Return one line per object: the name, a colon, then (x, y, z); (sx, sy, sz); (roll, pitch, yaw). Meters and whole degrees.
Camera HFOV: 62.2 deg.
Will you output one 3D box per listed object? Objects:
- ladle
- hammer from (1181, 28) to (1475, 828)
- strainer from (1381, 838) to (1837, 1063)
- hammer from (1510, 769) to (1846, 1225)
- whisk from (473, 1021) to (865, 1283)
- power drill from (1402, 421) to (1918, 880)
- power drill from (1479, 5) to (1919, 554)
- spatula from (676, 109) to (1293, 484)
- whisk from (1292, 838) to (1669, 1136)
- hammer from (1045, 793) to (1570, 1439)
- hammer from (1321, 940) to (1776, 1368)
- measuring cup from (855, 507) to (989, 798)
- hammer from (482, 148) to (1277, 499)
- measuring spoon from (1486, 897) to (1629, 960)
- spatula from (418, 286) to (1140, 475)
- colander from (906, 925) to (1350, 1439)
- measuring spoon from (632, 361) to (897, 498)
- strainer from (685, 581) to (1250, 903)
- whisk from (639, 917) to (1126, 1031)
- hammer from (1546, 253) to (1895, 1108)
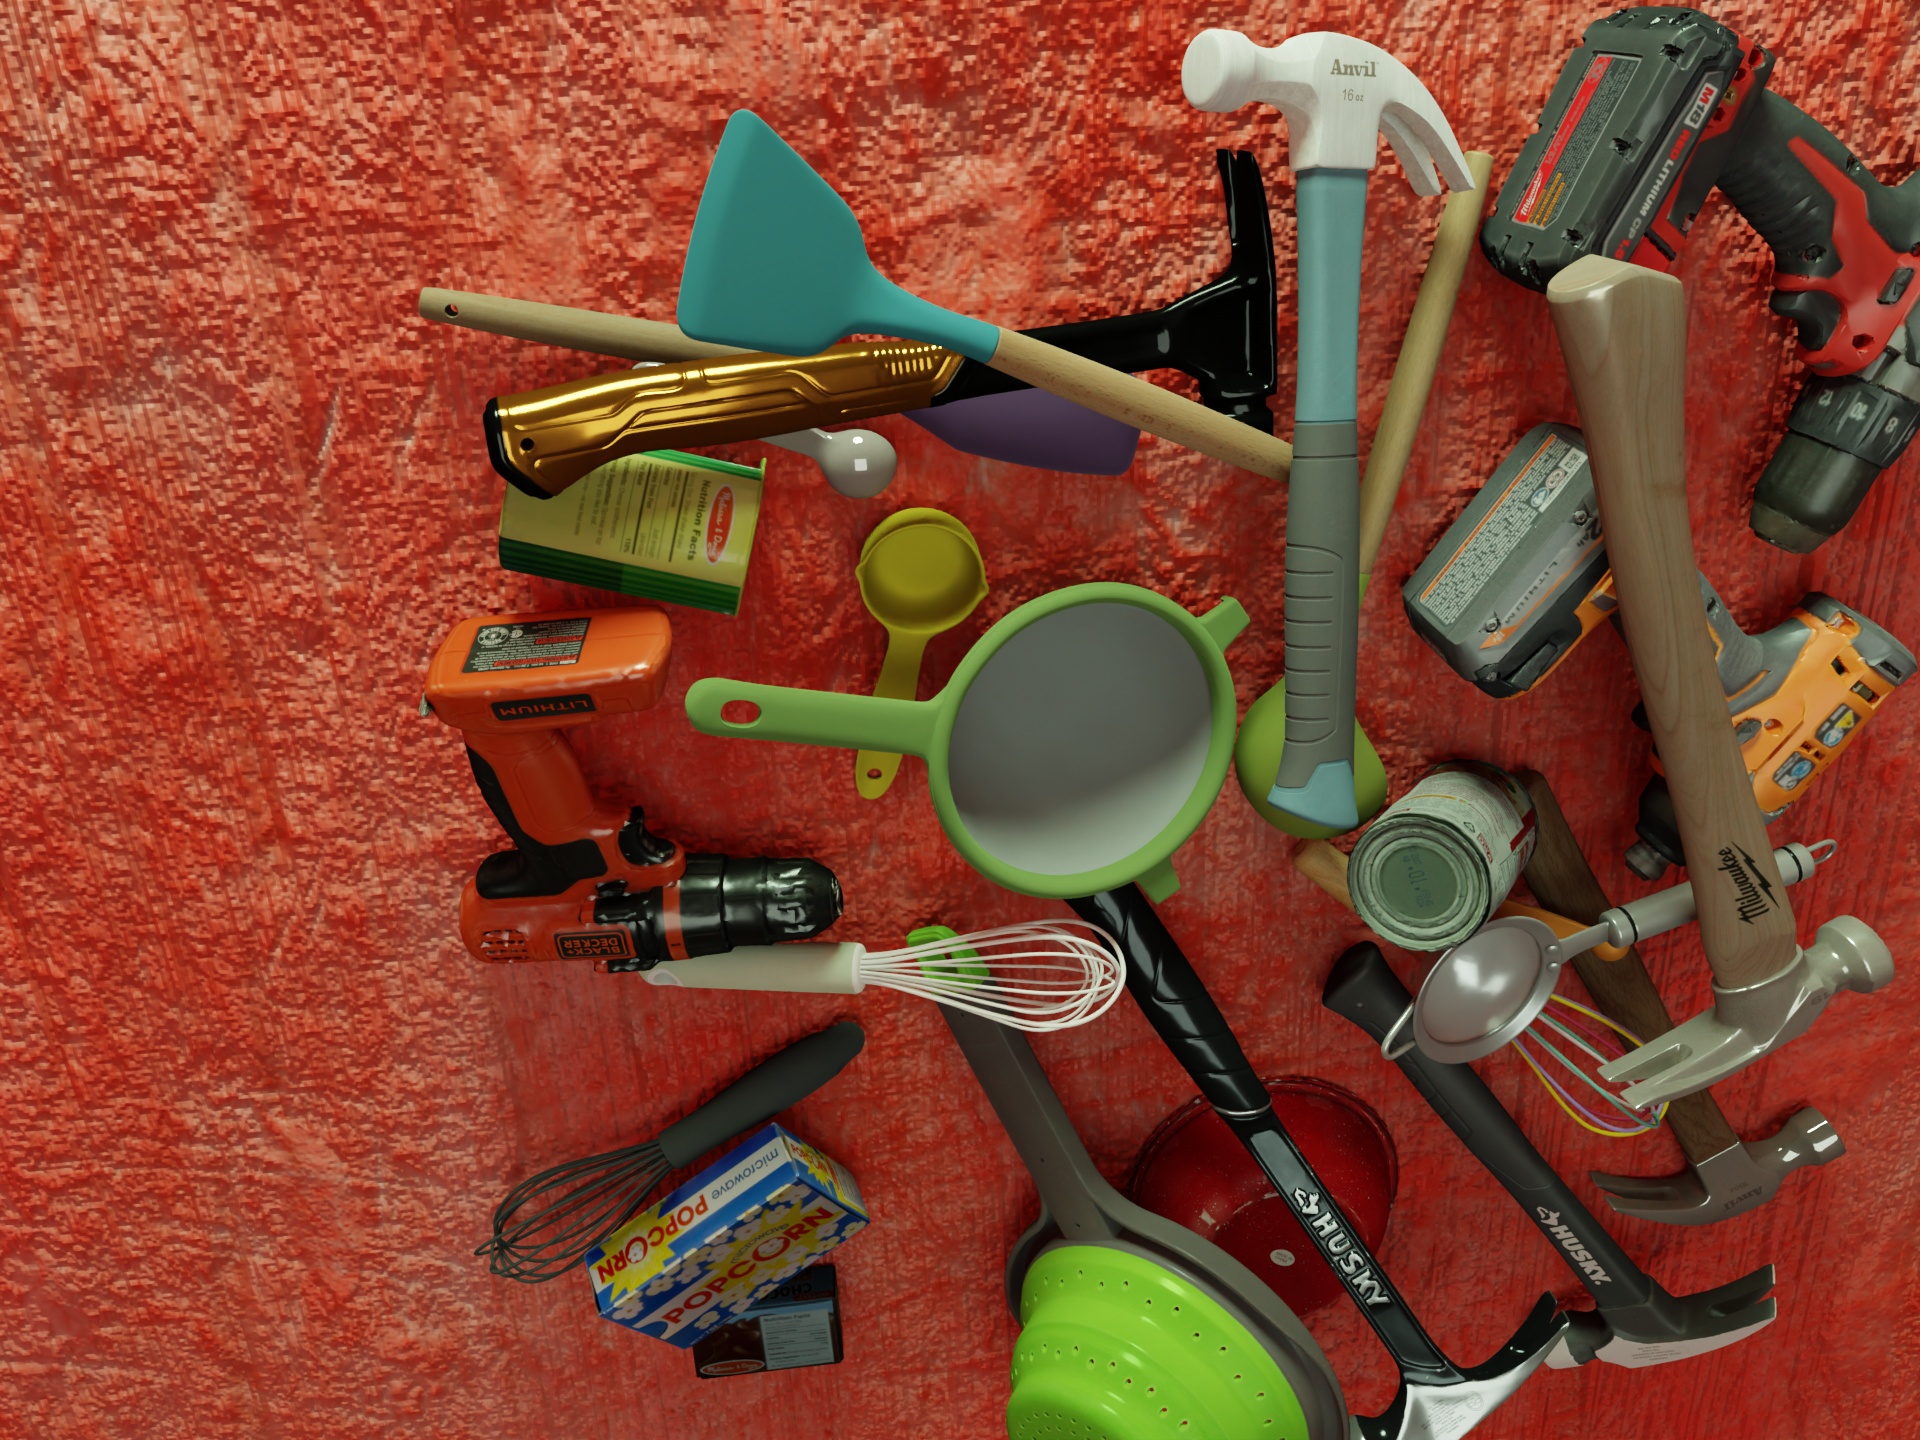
ladle: (0.195, -0.095, 0.735); (0.062, 0.078, 0.320); (-5, 114, -52)
hammer: (0.153, -0.113, 0.675); (0.128, 0.033, 0.331); (-8, 105, -25)
strainer: (0.315, 0.105, 0.784); (0.258, 0.050, 0.086); (-19, 123, -5)
hammer: (0.365, 0.159, 0.869); (0.130, 0.031, 0.331); (-33, 112, 8)
whisk: (-0.153, 0.224, 0.837); (0.239, 0.055, 0.055); (-32, 113, 4)
power drill: (0.325, -0.021, 0.760); (0.226, 0.084, 0.164); (29, 108, -21)
power drill: (0.346, -0.186, 0.693); (0.226, 0.080, 0.187); (18, 111, -16)
spatula: (0.039, -0.141, 0.639); (0.317, 0.044, 0.082); (15, 90, -25)
whisk: (0.270, 0.140, 0.825); (0.245, 0.051, 0.047); (36, 125, -6)
hammer: (0.160, 0.210, 0.819); (0.149, 0.036, 0.409); (-33, 99, 6)
hammer: (0.311, 0.243, 0.878); (0.146, 0.035, 0.334); (-28, 111, 38)
measuring cup: (-0.029, -0.030, 0.754); (0.062, 0.029, 0.156); (8, 124, -11)
hammer: (-0.026, -0.150, 0.658); (0.337, 0.034, 0.127); (-12, 115, -12)
measuring spoon: (0.284, 0.103, 0.820); (0.117, 0.011, 0.021); (15, 125, 13)
spatula: (-0.071, -0.156, 0.692); (0.316, 0.018, 0.059); (7, 112, -10)
colander: (0.054, 0.293, 0.823); (0.204, 0.094, 0.397); (-17, 105, 45)
measuring spoon: (-0.085, -0.125, 0.693); (0.124, 0.018, 0.034); (20, 132, -20)
strainer: (-0.001, -0.002, 0.724); (0.256, 0.069, 0.151); (6, 107, -20)
whisk: (-0.042, 0.121, 0.781); (0.246, 0.059, 0.057); (0, 143, 11)
hammer: (0.310, -0.002, 0.695); (0.146, 0.038, 0.410); (-28, 117, -3)
